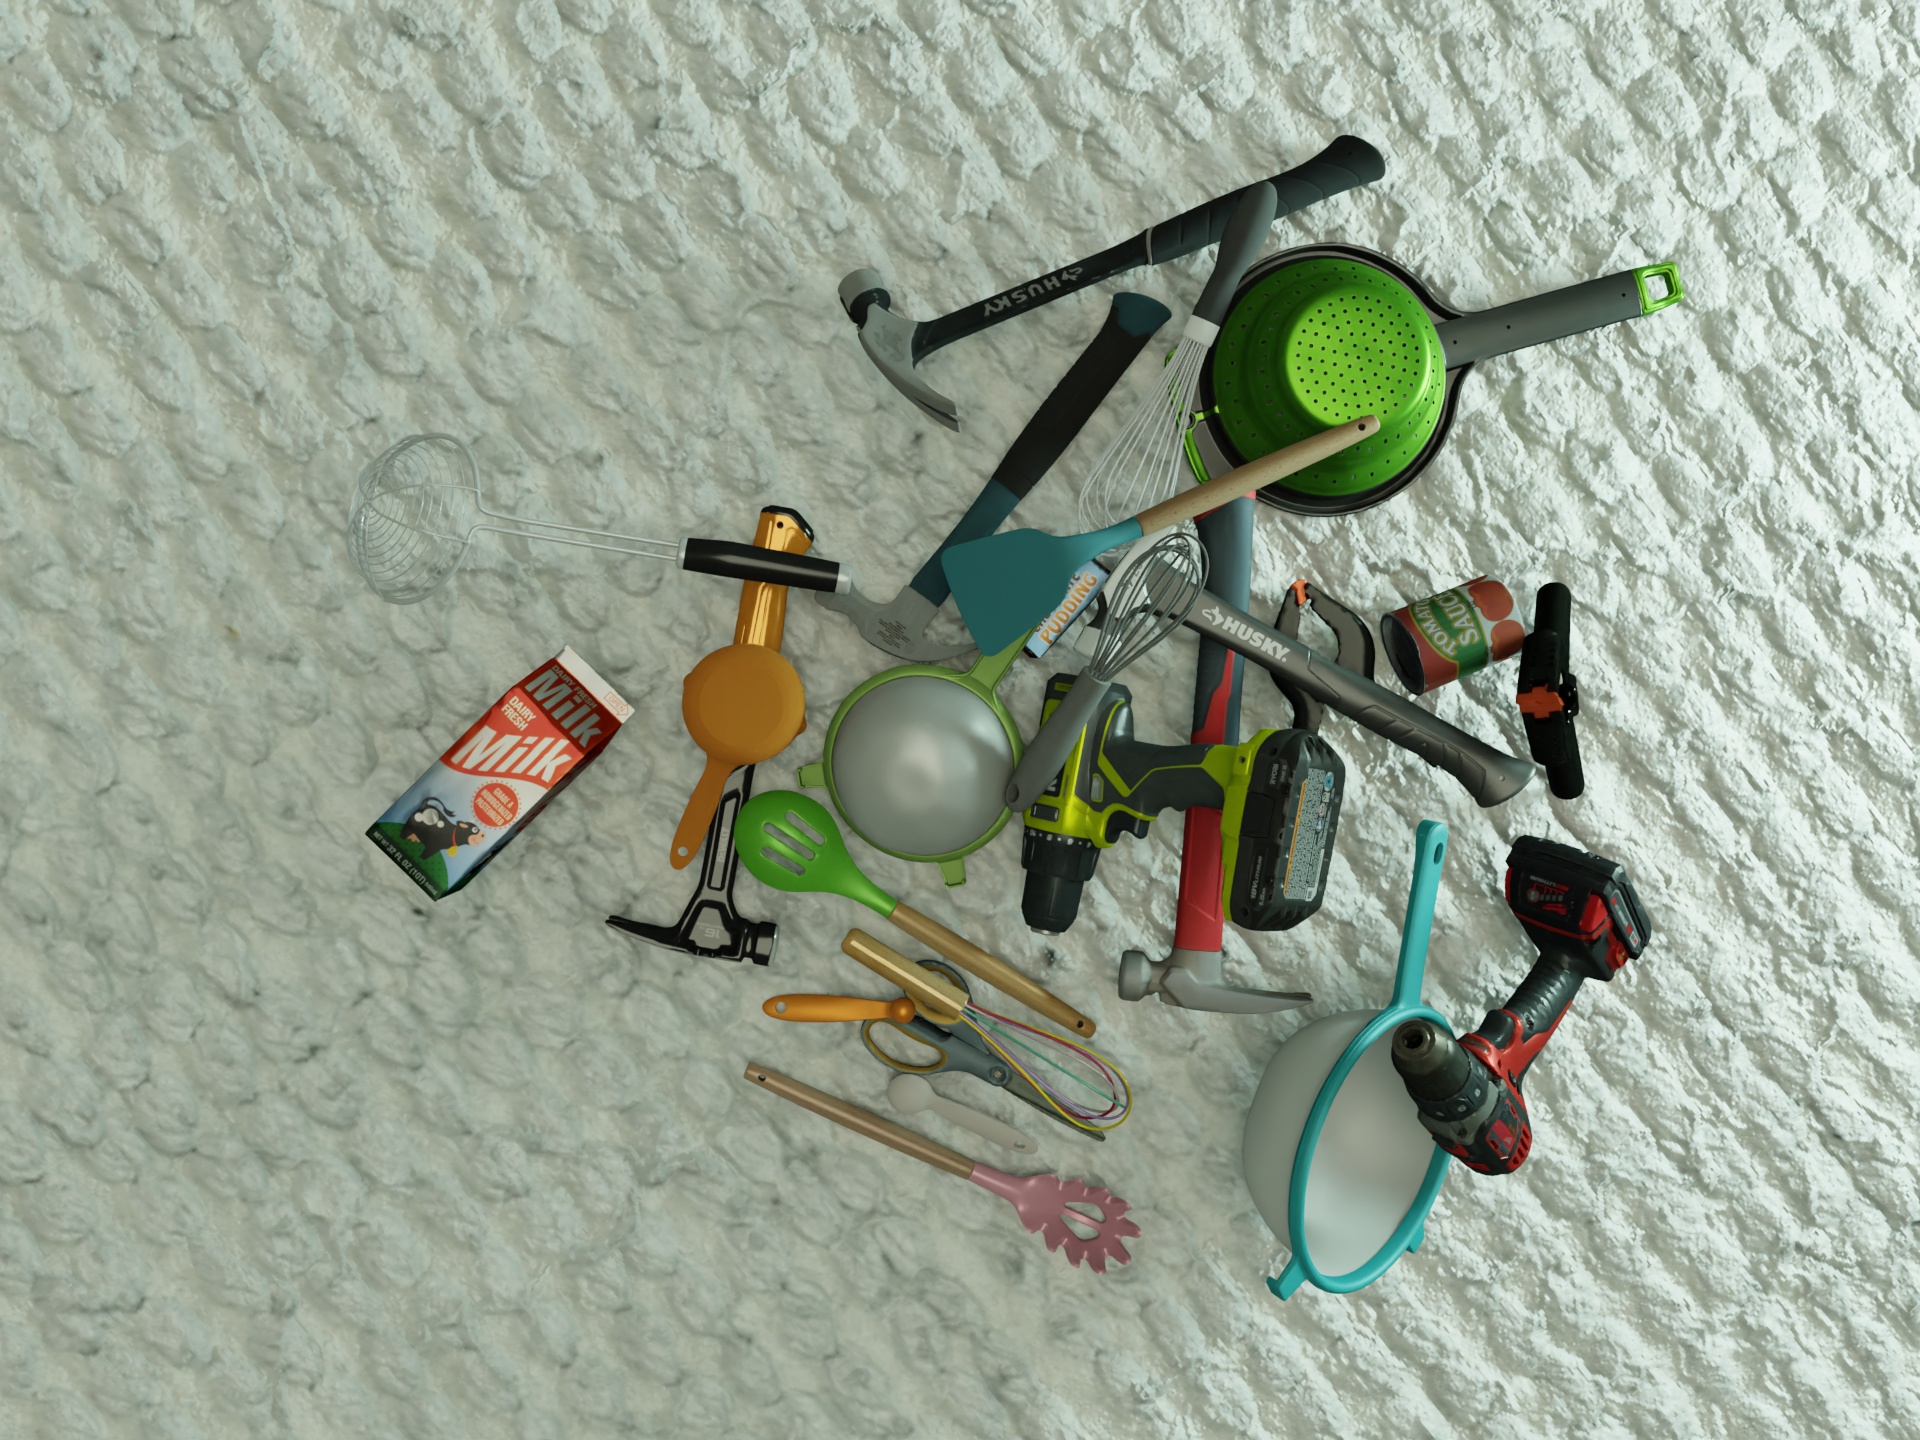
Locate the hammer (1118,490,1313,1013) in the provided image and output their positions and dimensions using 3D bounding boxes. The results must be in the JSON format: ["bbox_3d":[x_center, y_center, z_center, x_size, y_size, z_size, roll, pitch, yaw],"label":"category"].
[{"bbox_3d":[0.203,0.022,1.175,0.143,0.038,0.386,5,92,6],"label":"hammer"}]

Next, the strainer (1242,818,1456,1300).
[{"bbox_3d":[0.278,0.232,1.144,0.211,0.095,0.340,4,97,-45],"label":"strainer"}]

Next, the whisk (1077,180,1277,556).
[{"bbox_3d":[0.158,-0.249,1.142,0.070,0.070,0.284,23,104,-3],"label":"whisk"}]

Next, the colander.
[{"bbox_3d":[0.354,-0.277,1.160,0.397,0.094,0.204,-16,92,-2],"label":"colander"}]

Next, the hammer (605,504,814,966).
[{"bbox_3d":[-0.169,0.007,1.173,0.127,0.034,0.337,11,91,-4],"label":"hammer"}]

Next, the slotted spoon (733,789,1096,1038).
[{"bbox_3d":[-0.028,0.150,1.169,0.313,0.031,0.070,33,83,-11],"label":"slotted spoon"}]

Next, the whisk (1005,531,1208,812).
[{"bbox_3d":[0.096,-0.028,1.099,0.055,0.055,0.239,31,113,-3],"label":"whisk"}]

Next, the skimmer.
[{"bbox_3d":[-0.260,-0.126,1.148,0.363,0.090,0.127,9,82,-6],"label":"skimmer"}]

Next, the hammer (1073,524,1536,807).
[{"bbox_3d":[0.259,-0.036,1.137,0.335,0.035,0.146,29,91,-1],"label":"hammer"}]

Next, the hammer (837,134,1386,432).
[{"bbox_3d":[0.123,-0.336,1.160,0.409,0.036,0.149,-23,63,-6],"label":"hammer"}]

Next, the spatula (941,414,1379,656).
[{"bbox_3d":[0.144,-0.144,1.103,0.317,0.044,0.082,-24,85,-4],"label":"spatula"}]

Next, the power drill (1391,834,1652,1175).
[{"bbox_3d":[0.387,0.195,1.121,0.227,0.080,0.187,-56,133,-14],"label":"power drill"}]

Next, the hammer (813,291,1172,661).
[{"bbox_3d":[0.041,-0.183,1.179,0.128,0.033,0.331,38,89,-2],"label":"hammer"}]

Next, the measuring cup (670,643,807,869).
[{"bbox_3d":[-0.170,0.027,1.129,0.095,0.052,0.173,23,88,-5],"label":"measuring cup"}]

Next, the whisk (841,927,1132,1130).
[{"bbox_3d":[0.018,0.225,1.165,0.245,0.051,0.047,31,93,2],"label":"whisk"}]

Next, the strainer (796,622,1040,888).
[{"bbox_3d":[-0.002,-0.004,1.132,0.151,0.069,0.256,35,105,0],"label":"strainer"}]

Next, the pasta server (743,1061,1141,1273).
[{"bbox_3d":[-0.016,0.325,1.185,0.316,0.040,0.060,25,81,-2],"label":"pasta server"}]

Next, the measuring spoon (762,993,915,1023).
[{"bbox_3d":[-0.091,0.214,1.181,0.117,0.011,0.021,0,79,8],"label":"measuring spoon"}]

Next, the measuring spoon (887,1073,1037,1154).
[{"bbox_3d":[0.002,0.301,1.190,0.124,0.018,0.034,25,119,-5],"label":"measuring spoon"}]

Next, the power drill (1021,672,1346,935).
[{"bbox_3d":[0.141,0.074,1.119,0.229,0.080,0.190,11,90,39],"label":"power drill"}]
